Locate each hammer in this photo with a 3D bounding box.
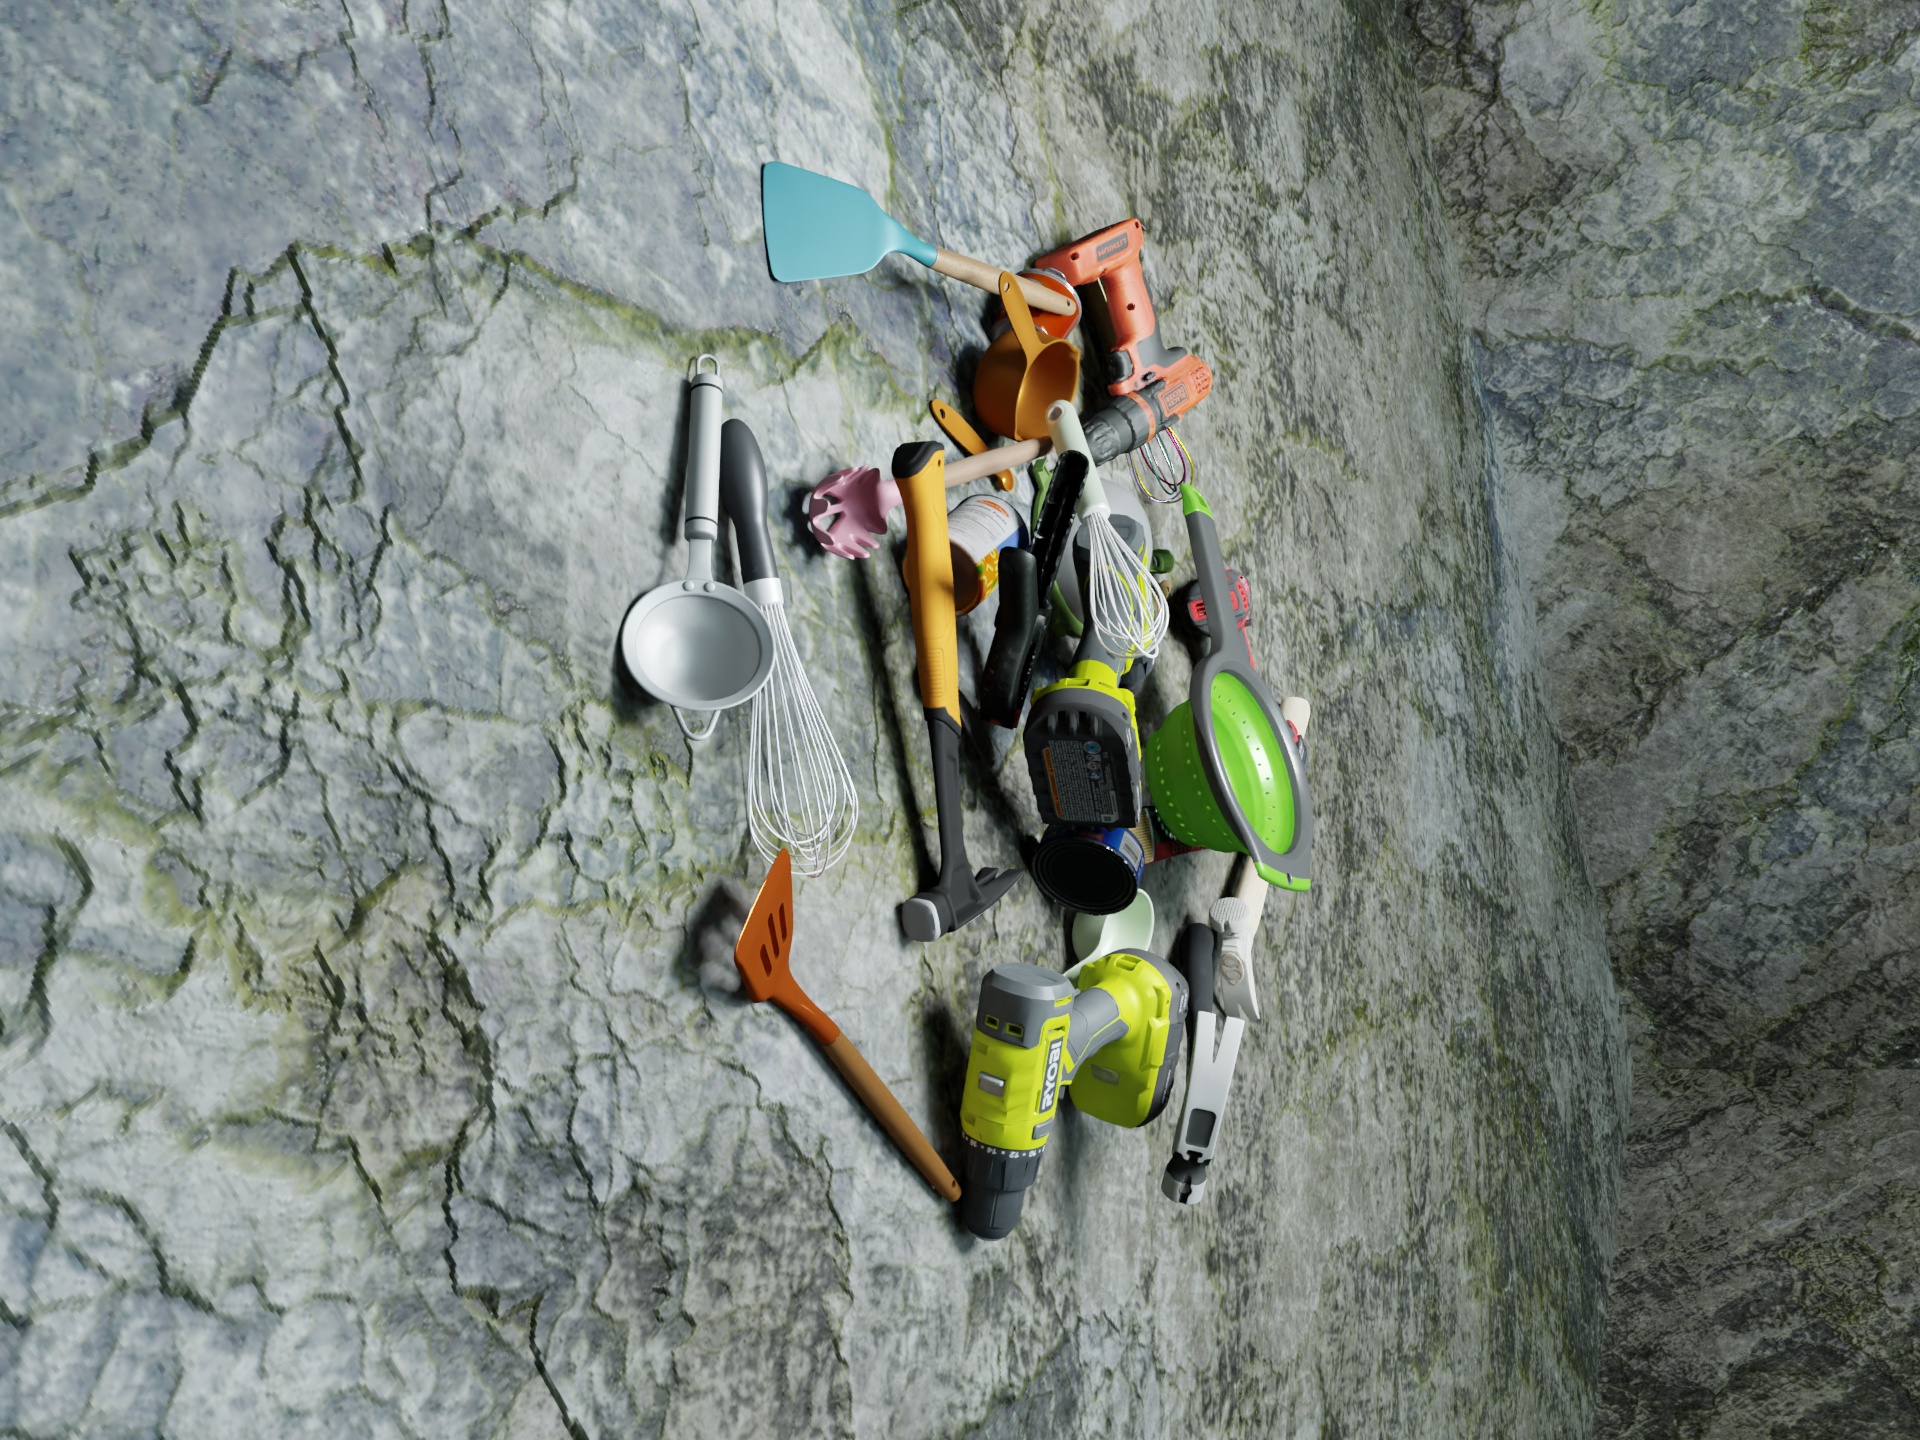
[{"bbox_3d":[0.200,0.249,1.330,0.335,0.035,0.146,-65,166,-71],"label":"hammer"},{"bbox_3d":[0.321,0.121,1.659,0.411,0.038,0.146,-63,148,-47],"label":"hammer"},{"bbox_3d":[-0.010,-0.024,1.102,0.127,0.034,0.336,-25,114,-58],"label":"hammer"}]

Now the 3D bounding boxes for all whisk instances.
[{"bbox_3d":[0.163,-0.317,1.493,0.051,0.047,0.244,-42,116,-43],"label":"whisk"},{"bbox_3d":[0.104,-0.147,1.191,0.059,0.058,0.247,28,39,-48],"label":"whisk"},{"bbox_3d":[-0.113,-0.045,0.963,0.070,0.070,0.284,-5,83,-59],"label":"whisk"}]

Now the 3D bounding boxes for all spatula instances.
[{"bbox_3d":[-0.015,-0.331,1.160,0.317,0.044,0.082,1,83,-52],"label":"spatula"},{"bbox_3d":[-0.064,0.213,1.000,0.322,0.041,0.081,59,37,-35],"label":"spatula"}]

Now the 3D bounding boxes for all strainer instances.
[{"bbox_3d":[0.153,-0.151,1.414,0.256,0.069,0.151,-4,86,-58],"label":"strainer"},{"bbox_3d":[-0.150,-0.102,0.925,0.087,0.050,0.259,5,69,-14],"label":"strainer"}]

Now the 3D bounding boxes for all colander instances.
[{"bbox_3d":[0.217,-0.027,1.451,0.204,0.094,0.397,21,54,-52],"label":"colander"}]

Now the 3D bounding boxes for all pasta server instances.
[{"bbox_3d":[-0.008,-0.174,1.146,0.316,0.040,0.060,-27,116,-50],"label":"pasta server"}]

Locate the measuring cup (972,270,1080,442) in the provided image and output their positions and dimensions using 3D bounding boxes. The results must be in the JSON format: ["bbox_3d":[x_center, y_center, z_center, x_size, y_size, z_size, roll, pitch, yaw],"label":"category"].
[{"bbox_3d":[0.037,-0.287,1.225,0.095,0.052,0.173,-55,149,-17],"label":"measuring cup"}]

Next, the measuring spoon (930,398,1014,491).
[{"bbox_3d":[0.008,-0.215,1.248,0.116,0.011,0.021,39,53,-45],"label":"measuring spoon"}]

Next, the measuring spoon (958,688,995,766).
[{"bbox_3d":[-0.002,-0.004,1.182,0.124,0.018,0.034,59,37,-45],"label":"measuring spoon"}]

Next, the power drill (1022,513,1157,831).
[{"bbox_3d":[0.113,-0.028,1.242,0.171,0.080,0.223,76,22,-43],"label":"power drill"}]

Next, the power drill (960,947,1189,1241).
[{"bbox_3d":[0.077,0.264,1.169,0.228,0.080,0.190,-3,104,-57],"label":"power drill"}]

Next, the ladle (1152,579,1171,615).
[{"bbox_3d":[0.143,-0.051,1.419,0.069,0.031,0.315,66,33,-23],"label":"ladle"}]

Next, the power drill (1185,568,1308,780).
[{"bbox_3d":[0.281,-0.046,1.592,0.143,0.078,0.219,-39,113,-73],"label":"power drill"}]

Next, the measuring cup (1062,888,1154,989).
[{"bbox_3d":[0.094,0.190,1.282,0.167,0.038,0.083,-32,123,-39],"label":"measuring cup"}]
